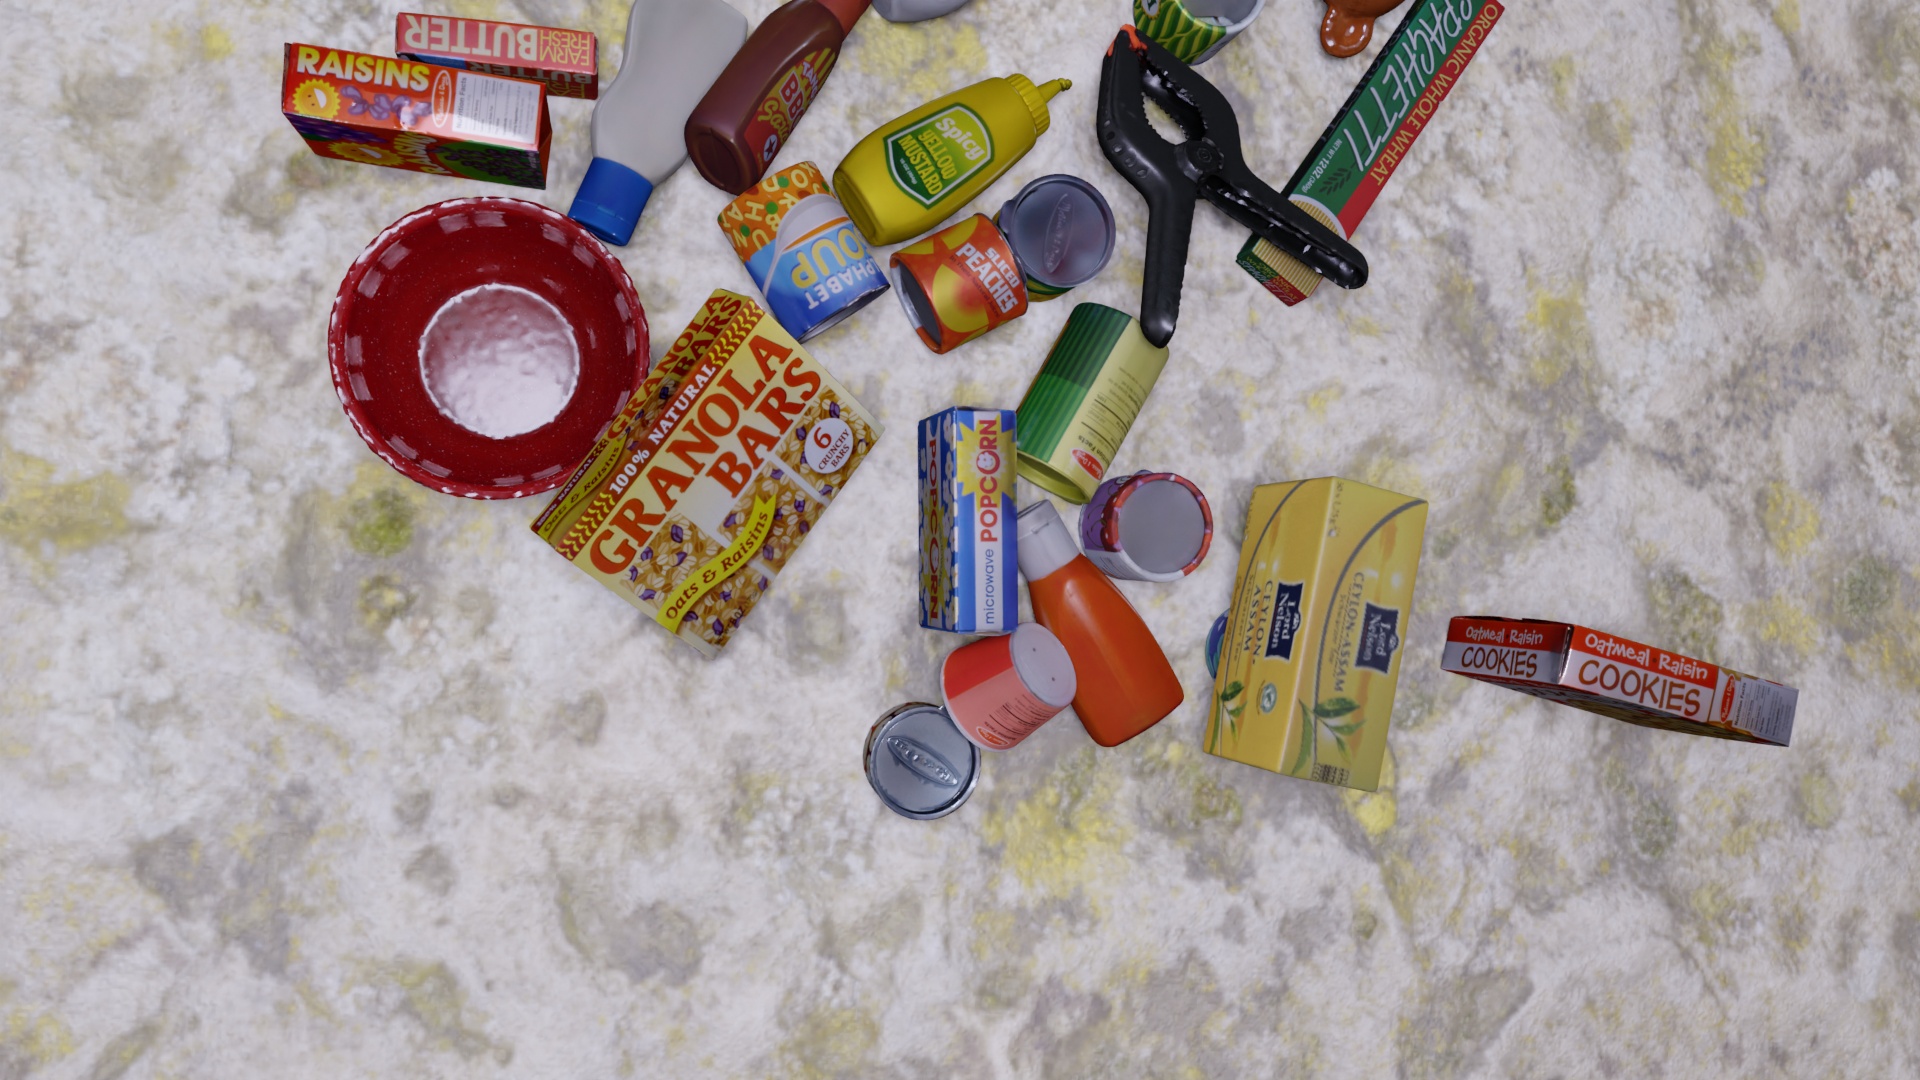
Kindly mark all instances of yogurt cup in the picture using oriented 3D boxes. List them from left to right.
[{"bbox_3d":[0.030,0.082,0.805,0.072,0.053,0.073,31,42,-32],"label":"yogurt cup"}]

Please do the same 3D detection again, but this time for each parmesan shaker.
[{"bbox_3d":[0.074,-0.081,0.831,0.071,0.071,0.103,31,81,-12],"label":"parmesan shaker"}]

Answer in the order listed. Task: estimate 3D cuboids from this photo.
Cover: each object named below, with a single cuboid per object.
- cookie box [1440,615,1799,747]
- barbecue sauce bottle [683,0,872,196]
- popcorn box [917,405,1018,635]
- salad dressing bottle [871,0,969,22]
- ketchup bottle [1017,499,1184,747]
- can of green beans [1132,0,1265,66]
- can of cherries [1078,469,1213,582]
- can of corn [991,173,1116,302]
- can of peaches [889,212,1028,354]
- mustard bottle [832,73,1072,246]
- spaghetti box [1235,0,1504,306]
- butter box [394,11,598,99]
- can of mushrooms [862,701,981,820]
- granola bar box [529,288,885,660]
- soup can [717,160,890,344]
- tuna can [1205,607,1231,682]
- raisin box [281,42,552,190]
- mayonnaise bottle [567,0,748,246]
[{"bbox_3d":[0.413,0.087,0.881,0.167,0.123,0.040,16,85,-13],"label":"cookie box"},{"bbox_3d":[-0.100,-0.269,0.790,0.044,0.064,0.149,26,70,9],"label":"barbecue sauce bottle"},{"bbox_3d":[0.003,-0.010,0.800,0.038,0.085,0.126,0,89,-15],"label":"popcorn box"},{"bbox_3d":[0.011,-0.363,0.831,0.148,0.044,0.064,-32,98,-13],"label":"salad dressing bottle"},{"bbox_3d":[0.074,0.047,0.838,0.065,0.043,0.148,-31,96,-13],"label":"ketchup bottle"},{"bbox_3d":[0.147,-0.335,0.857,0.071,0.058,0.071,0,89,-14],"label":"can of green beans"},{"bbox_3d":[0.112,-0.010,0.841,0.071,0.058,0.071,0,90,-14],"label":"can of cherries"},{"bbox_3d":[0.049,-0.180,0.829,0.071,0.058,0.071,0,89,-14],"label":"can of corn"},{"bbox_3d":[-0.001,-0.149,0.810,0.058,0.071,0.071,-28,96,-12],"label":"can of peaches"},{"bbox_3d":[0.003,-0.237,0.823,0.160,0.049,0.065,-36,99,-12],"label":"mustard bottle"},{"bbox_3d":[0.267,-0.265,0.900,0.050,0.028,0.250,37,81,-10],"label":"spaghetti box"},{"bbox_3d":[-0.251,-0.264,0.759,0.104,0.053,0.024,1,91,-14],"label":"butter box"},{"bbox_3d":[-0.022,0.127,0.818,0.071,0.033,0.071,0,89,-13],"label":"can of mushrooms"},{"bbox_3d":[-0.135,-0.035,0.763,0.166,0.039,0.124,-54,132,-9],"label":"granola bar box"},{"bbox_3d":[-0.088,-0.164,0.788,0.071,0.071,0.083,-33,97,-12],"label":"soup can"},{"bbox_3d":[0.190,0.068,0.872,0.071,0.033,0.071,0,89,-14],"label":"tuna can"},{"bbox_3d":[-0.282,-0.222,0.733,0.123,0.086,0.040,5,90,-14],"label":"raisin box"},{"bbox_3d":[-0.176,-0.240,0.784,0.065,0.041,0.148,25,85,-19],"label":"mayonnaise bottle"}]
